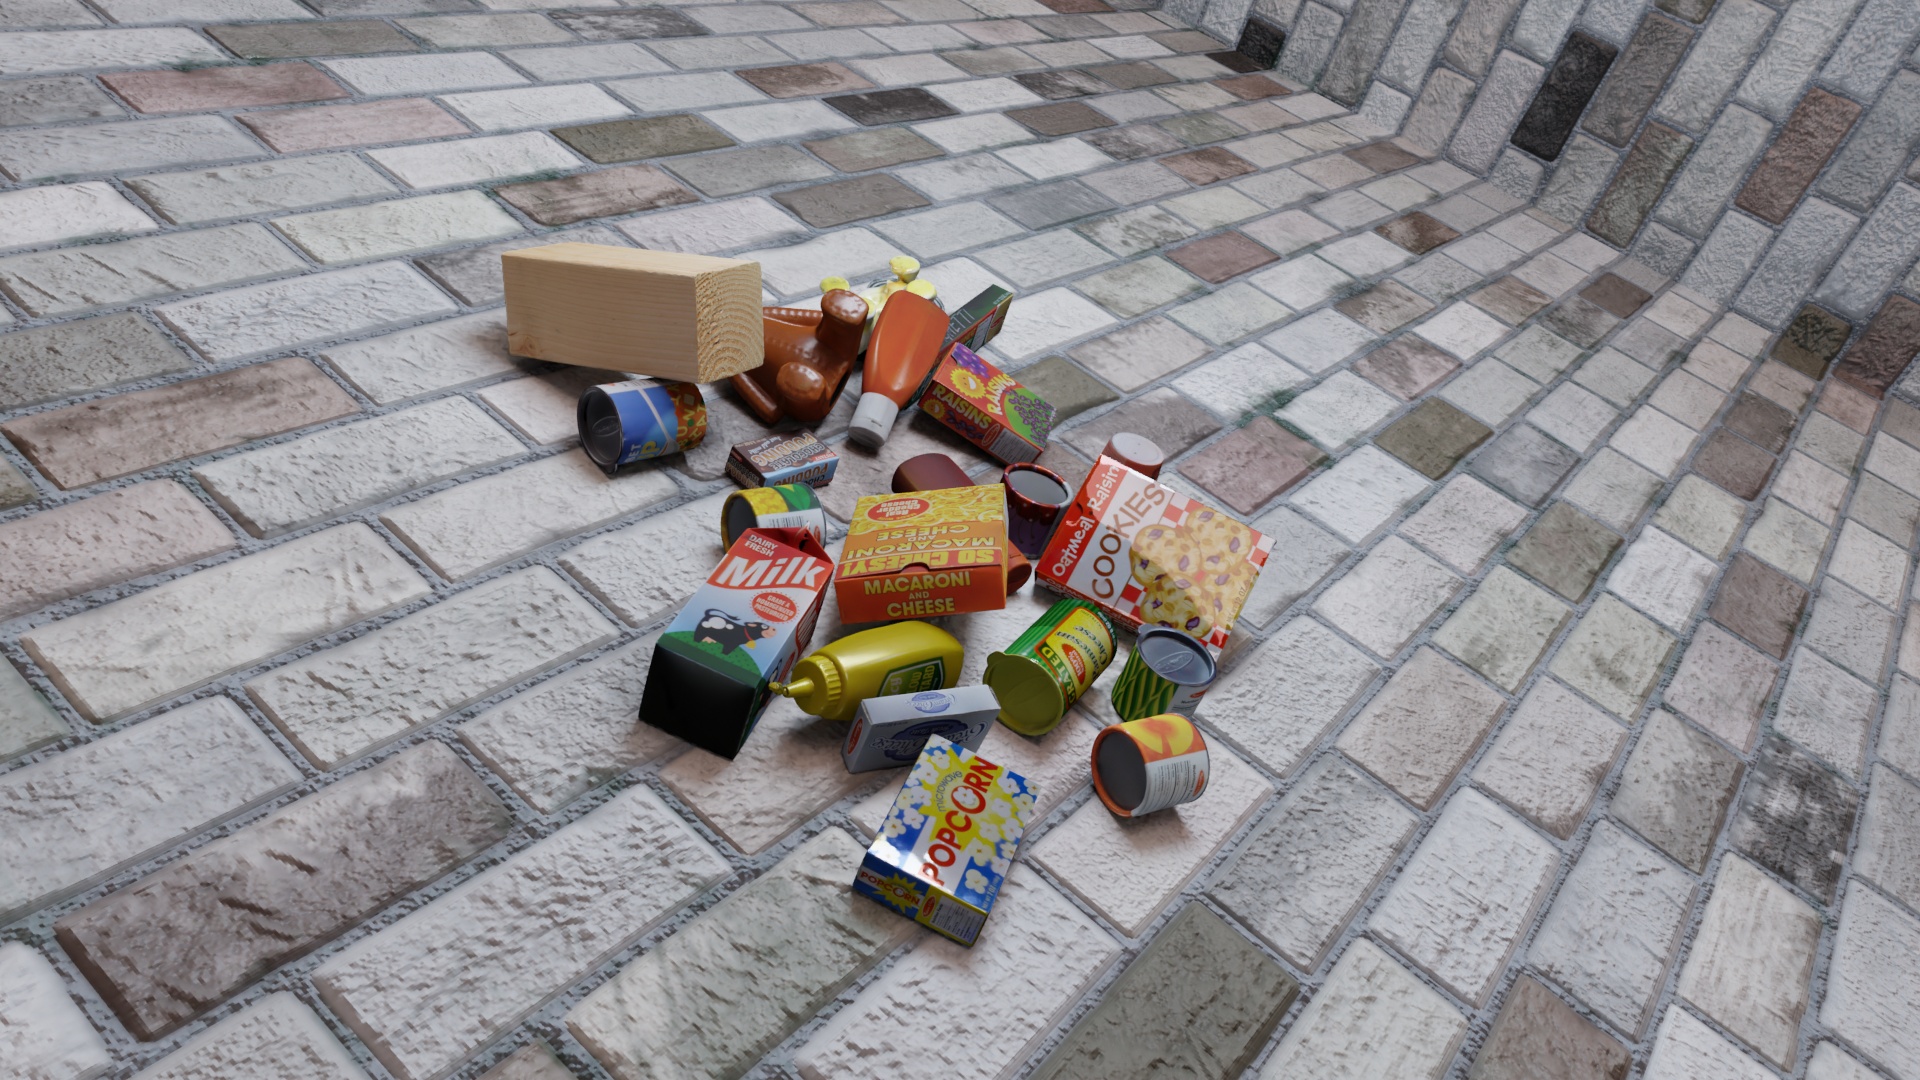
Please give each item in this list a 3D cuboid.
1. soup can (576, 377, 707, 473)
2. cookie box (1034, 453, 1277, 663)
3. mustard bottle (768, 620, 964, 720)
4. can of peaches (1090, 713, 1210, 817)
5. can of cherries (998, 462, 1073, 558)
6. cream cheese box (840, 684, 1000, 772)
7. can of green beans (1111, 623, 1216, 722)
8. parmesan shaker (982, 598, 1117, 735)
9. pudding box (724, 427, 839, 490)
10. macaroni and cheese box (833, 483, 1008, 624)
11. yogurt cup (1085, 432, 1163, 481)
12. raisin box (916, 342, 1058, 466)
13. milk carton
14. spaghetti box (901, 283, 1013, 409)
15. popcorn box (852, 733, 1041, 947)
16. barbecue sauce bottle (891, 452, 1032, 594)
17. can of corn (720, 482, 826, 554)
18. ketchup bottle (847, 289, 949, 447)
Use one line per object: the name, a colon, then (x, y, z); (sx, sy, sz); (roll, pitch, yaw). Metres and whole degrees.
soup can: (-0.260, -0.097, 1.139); (0.084, 0.071, 0.071); (-17, 49, -43)
cookie box: (0.163, 0.017, 1.174); (0.167, 0.040, 0.123); (27, 72, 8)
mustard bottle: (-0.068, 0.096, 0.964); (0.161, 0.065, 0.049); (-7, 33, -46)
can of peaches: (0.134, 0.160, 0.998); (0.058, 0.071, 0.071); (-6, 43, -34)
can of cherries: (0.057, -0.028, 1.219); (0.071, 0.058, 0.072); (15, 35, -11)
cream cheese box: (-0.028, 0.130, 0.962); (0.104, 0.053, 0.024); (-3, 45, -31)
can of green beans: (0.158, 0.110, 1.085); (0.071, 0.057, 0.071); (14, 35, -10)
parmesan shaker: (0.068, 0.091, 1.052); (0.071, 0.071, 0.103); (32, 36, 15)
pudding box: (-0.151, -0.064, 1.182); (0.084, 0.030, 0.050); (-19, 52, -43)
macaroni and cheese box: (-0.026, 0.006, 1.071); (0.124, 0.040, 0.167); (-6, 22, 5)
yogurt cup: (0.160, -0.067, 1.333); (0.072, 0.053, 0.073); (14, 34, -10)
raisin box: (0.027, -0.127, 1.331); (0.123, 0.040, 0.086); (33, 36, -6)
milk carton: (-0.147, 0.058, 0.979); (0.073, 0.072, 0.191); (24, 34, 3)
spaghetti box: (-0.009, -0.204, 1.432); (0.029, 0.050, 0.251); (28, 35, 11)
popcorn box: (-0.006, 0.191, 0.902); (0.085, 0.038, 0.127); (25, 34, 6)
barbecue sauce bottle: (0.004, -0.015, 1.187); (0.065, 0.043, 0.149); (-12, 47, -37)
can of corn: (-0.147, -0.010, 1.079); (0.058, 0.070, 0.071); (-9, 44, -37)
ketchup bottle: (-0.062, -0.157, 1.286); (0.065, 0.043, 0.149); (28, 66, -16)
